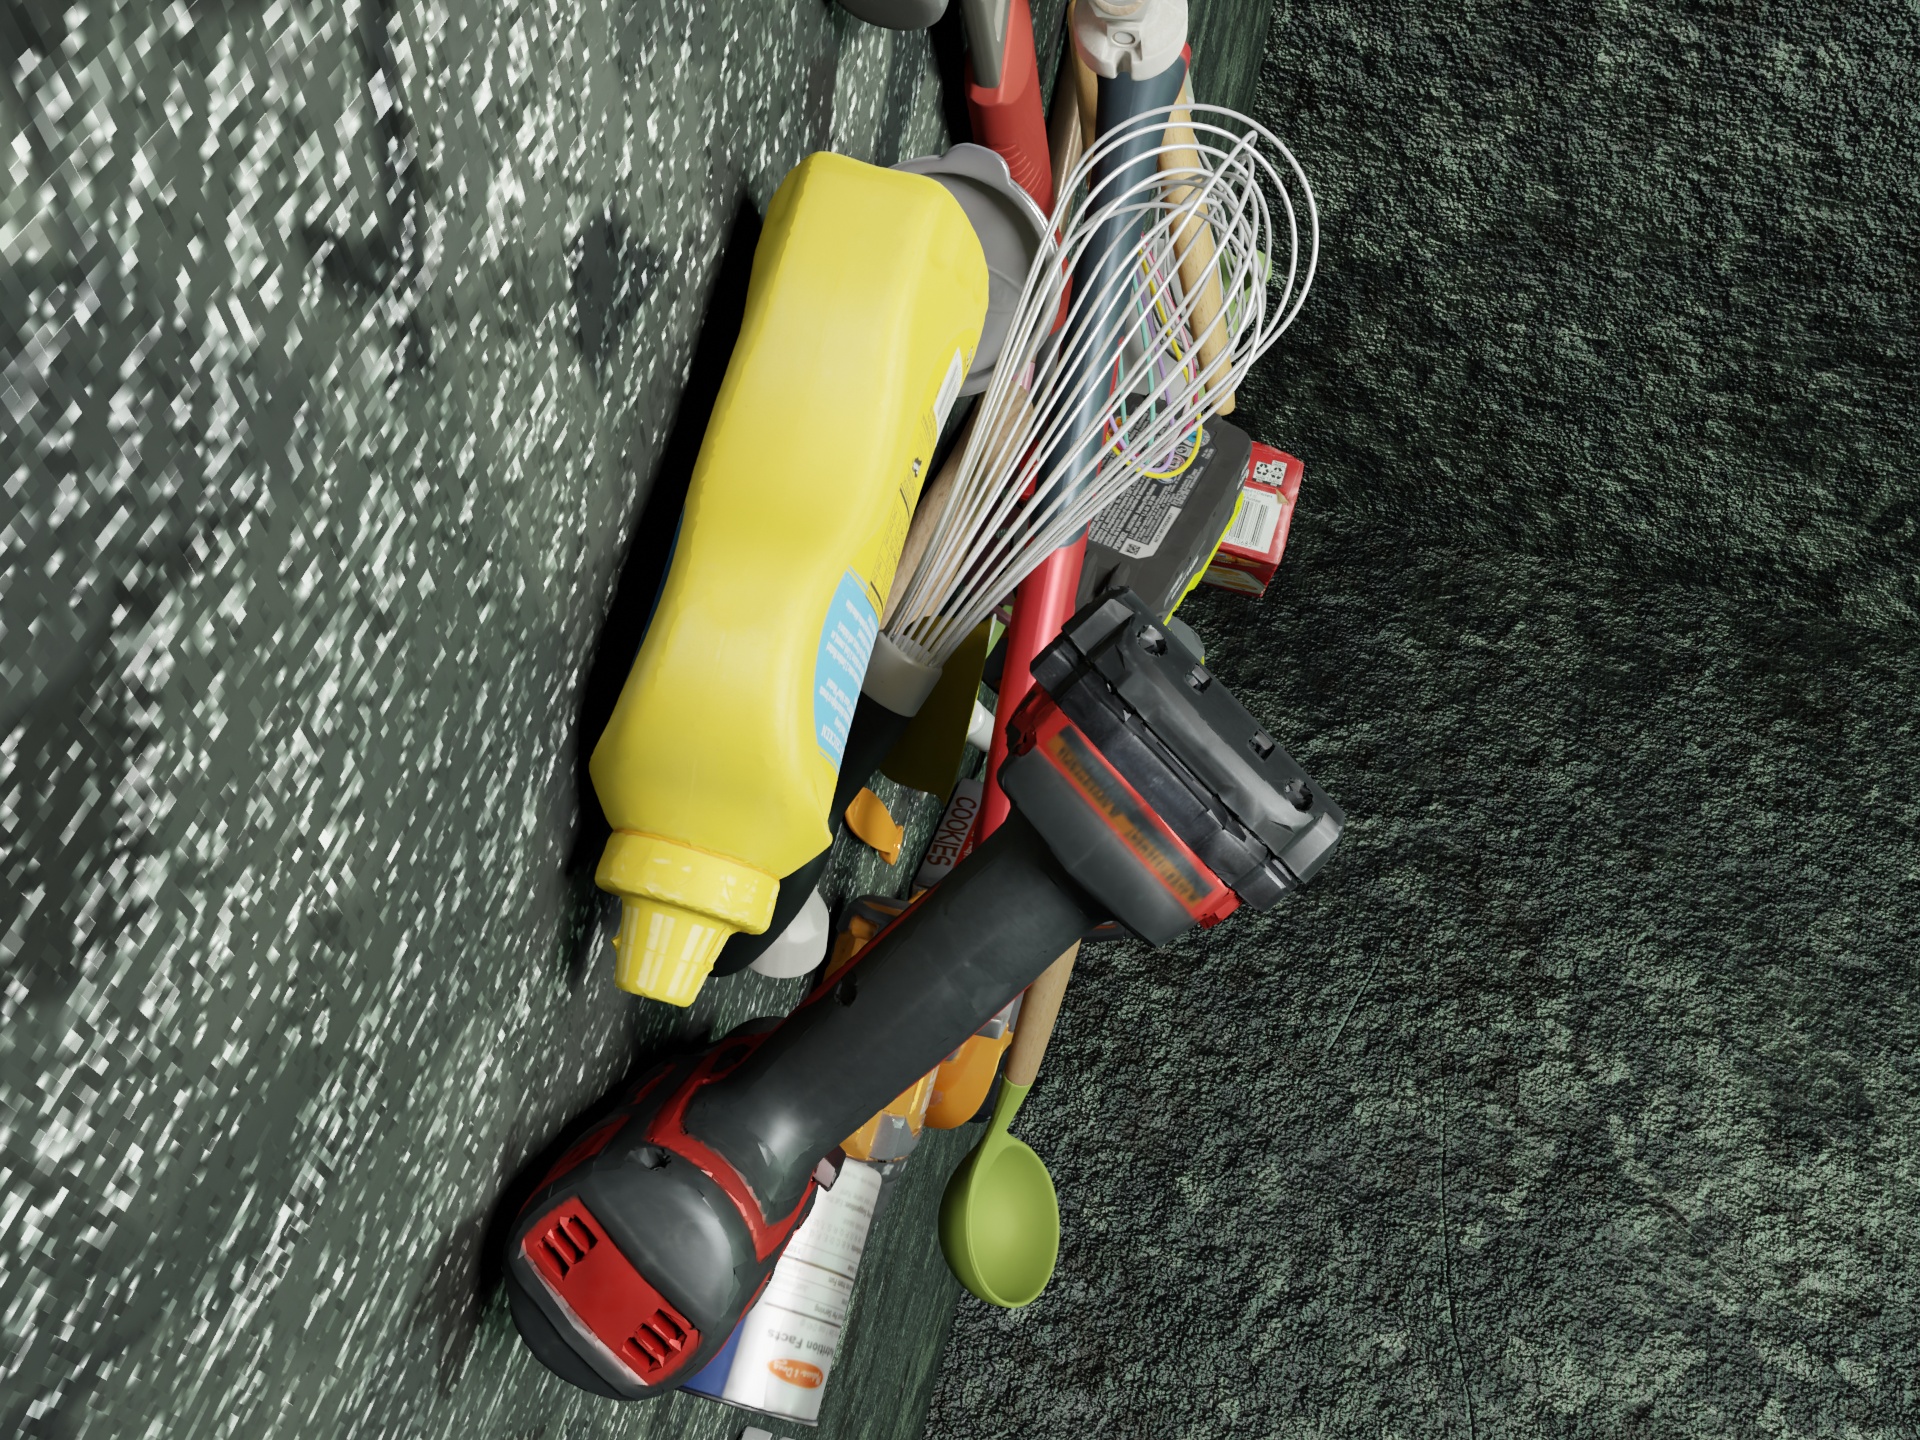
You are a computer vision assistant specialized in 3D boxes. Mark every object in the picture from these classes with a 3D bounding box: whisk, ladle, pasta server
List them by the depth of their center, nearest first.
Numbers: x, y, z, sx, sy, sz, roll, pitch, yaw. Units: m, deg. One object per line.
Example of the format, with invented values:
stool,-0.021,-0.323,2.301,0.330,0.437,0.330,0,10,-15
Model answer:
whisk,-0.001,-0.040,0.444,0.284,0.070,0.070,-55,177,14
ladle,0.084,-0.269,0.656,0.069,0.031,0.315,-73,152,-51
whisk,0.072,-0.217,0.707,0.051,0.047,0.245,74,11,-73
ladle,0.043,0.146,0.715,0.078,0.062,0.320,-44,153,-51
whisk,0.103,-0.287,0.765,0.057,0.059,0.246,0,79,-55
pasta server,0.042,-0.202,0.777,0.060,0.040,0.316,-108,-151,-81

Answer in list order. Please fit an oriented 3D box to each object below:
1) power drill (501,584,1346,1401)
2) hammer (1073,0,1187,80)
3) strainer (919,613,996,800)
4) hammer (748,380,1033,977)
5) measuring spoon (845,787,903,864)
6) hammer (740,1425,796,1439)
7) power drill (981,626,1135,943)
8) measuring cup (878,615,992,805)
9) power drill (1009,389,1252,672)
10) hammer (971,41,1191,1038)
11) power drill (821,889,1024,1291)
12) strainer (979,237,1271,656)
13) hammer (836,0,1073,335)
power drill,-0.011,0.068,0.438,0.226,0.080,0.188,-44,178,7
hammer,0.078,-0.429,0.508,0.146,0.038,0.411,60,38,-77
strainer,-0.001,-0.002,0.751,0.258,0.050,0.087,38,74,-81
hammer,-0.018,-0.057,0.622,0.331,0.031,0.130,-67,168,-53
measuring spoon,-0.041,0.047,0.720,0.116,0.011,0.021,61,43,-73
hammer,-0.132,0.538,0.808,0.144,0.035,0.405,-61,163,-62
power drill,0.070,0.005,0.991,0.164,0.084,0.226,-61,141,-62
measuring cup,-0.013,-0.010,0.556,0.156,0.029,0.062,-127,-129,-84
power drill,0.070,-0.026,0.778,0.191,0.080,0.228,-57,161,-33
hammer,0.036,-0.076,0.601,0.143,0.038,0.386,10,90,-83
power drill,-0.029,0.174,0.776,0.226,0.084,0.185,11,94,-78
strainer,0.049,-0.154,0.844,0.256,0.069,0.152,-60,-153,2
hammer,0.017,-0.229,0.559,0.359,0.037,0.149,47,57,-80
